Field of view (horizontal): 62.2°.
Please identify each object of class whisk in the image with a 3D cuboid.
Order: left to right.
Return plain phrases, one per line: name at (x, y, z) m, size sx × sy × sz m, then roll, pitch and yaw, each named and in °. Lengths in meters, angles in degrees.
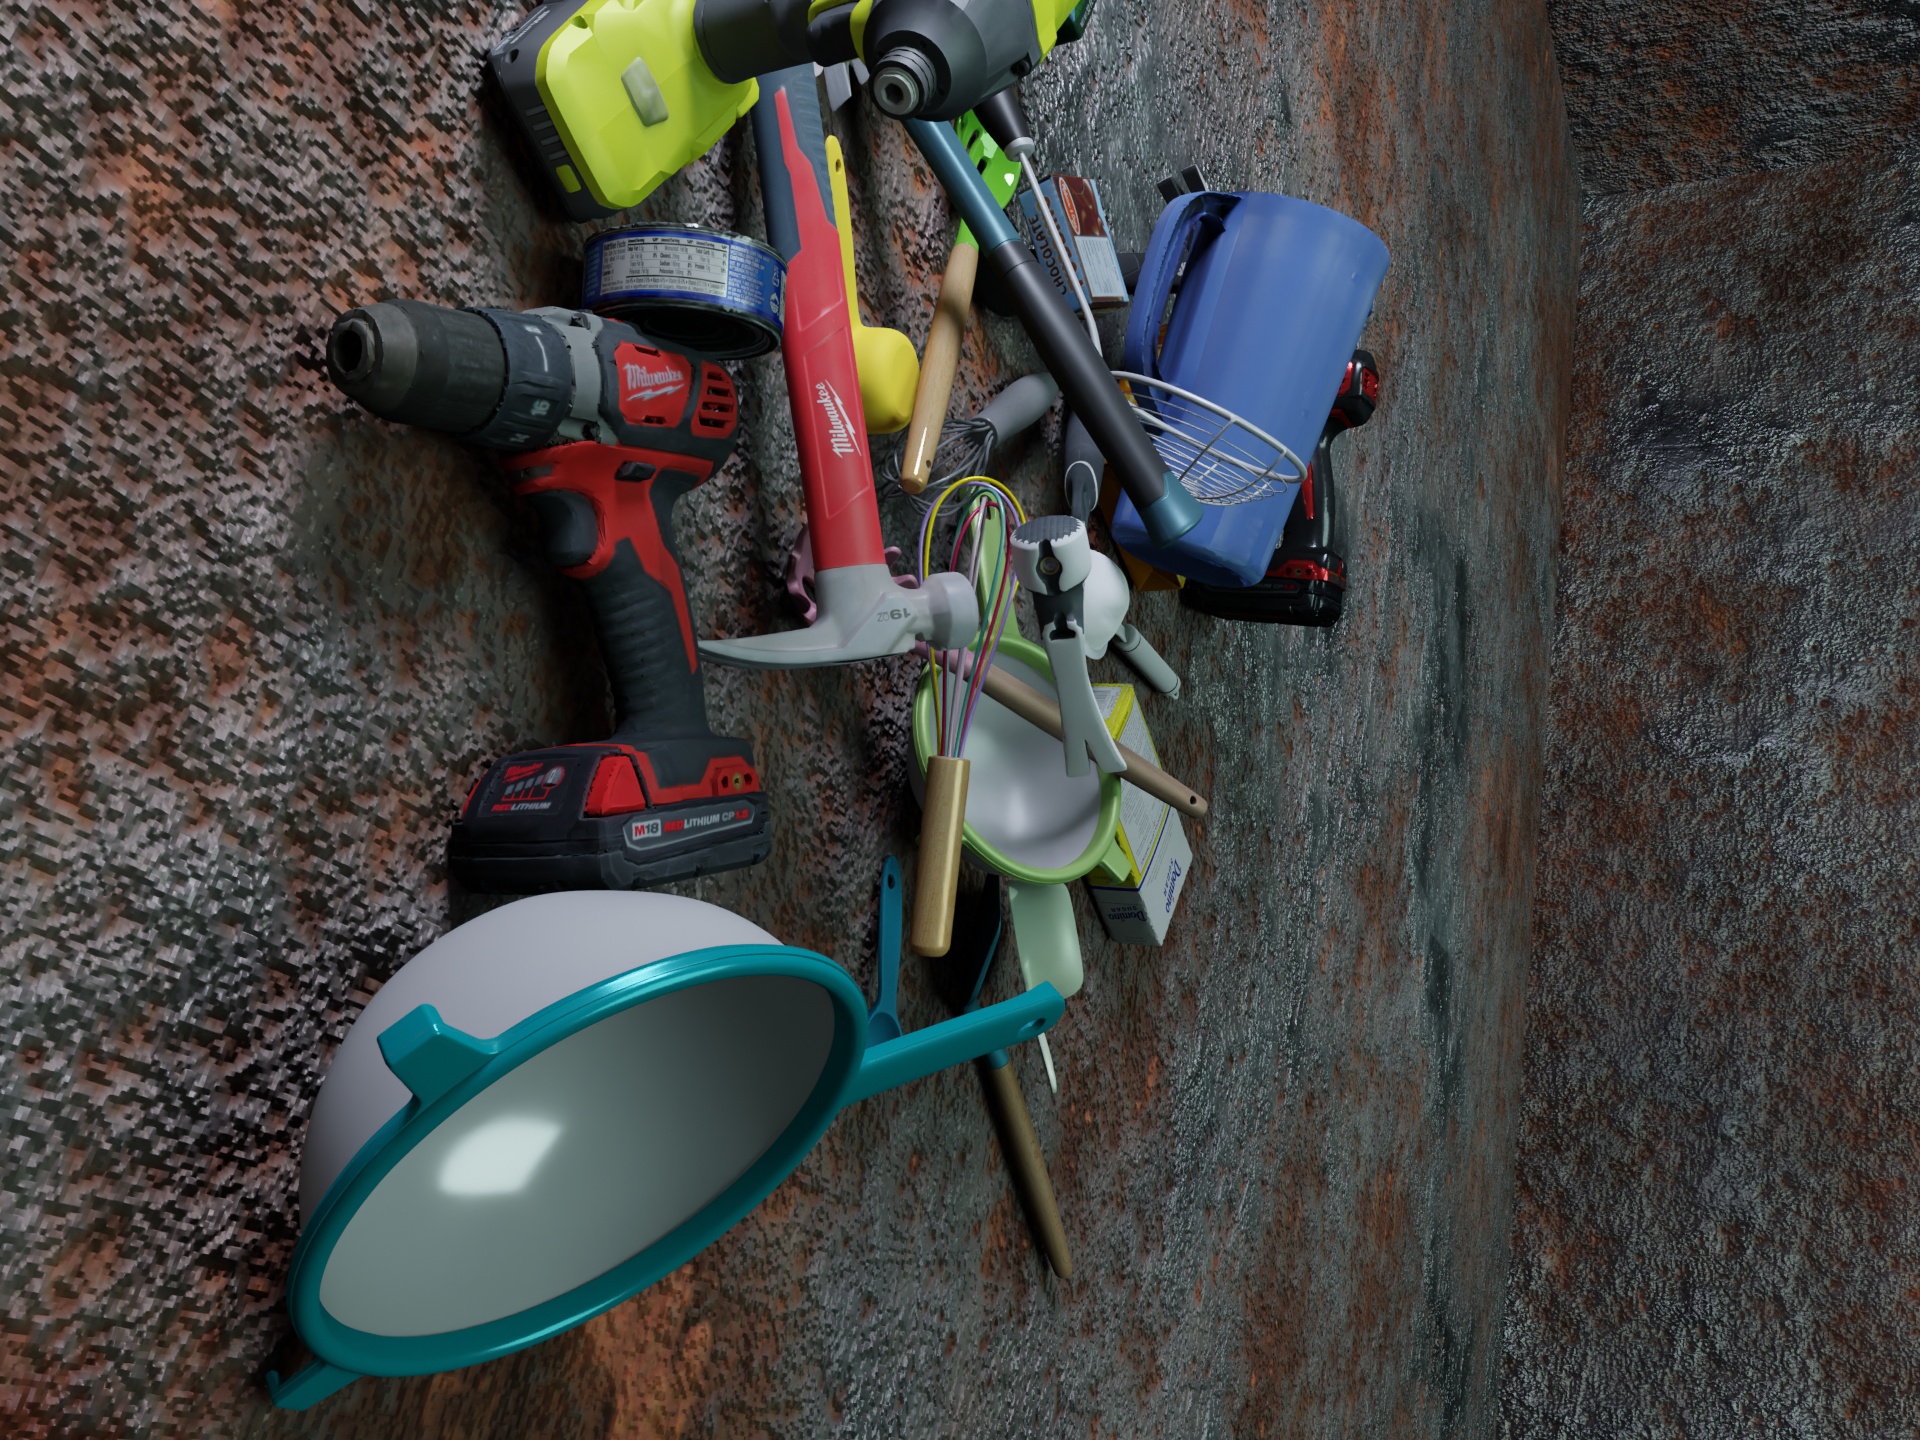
whisk at (0.001, -0.002, 0.807) m, size 0.047 × 0.051 × 0.245 m, roll 7°, pitch 89°, yaw -43°
whisk at (0.014, -0.173, 0.944) m, size 0.239 × 0.055 × 0.055 m, roll -49°, pitch 131°, yaw -56°

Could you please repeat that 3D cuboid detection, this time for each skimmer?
skimmer at (0.084, -0.284, 0.910) m, size 0.127 × 0.090 × 0.363 m, roll 5°, pitch 62°, yaw -82°

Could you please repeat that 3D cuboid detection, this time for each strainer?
strainer at (-0.099, 0.121, 0.609) m, size 0.340 × 0.095 × 0.211 m, roll -8°, pitch 136°, yaw -44°
strainer at (0.010, -0.019, 0.930) m, size 0.151 × 0.069 × 0.257 m, roll 12°, pitch 60°, yaw -38°
strainer at (0.117, -0.064, 1.135) m, size 0.258 × 0.050 × 0.087 m, roll 37°, pitch 43°, yaw -59°

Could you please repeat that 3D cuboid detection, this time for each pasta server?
pasta server at (0.029, -0.017, 0.868) m, size 0.316 × 0.040 × 0.060 m, roll 31°, pitch 72°, yaw -29°

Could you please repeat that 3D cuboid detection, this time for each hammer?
hammer at (-0.087, -0.217, 0.745) m, size 0.143 × 0.038 × 0.386 m, roll -8°, pitch 89°, yaw -24°
hammer at (0.032, -0.237, 0.840) m, size 0.331 × 0.033 × 0.128 m, roll 59°, pitch 30°, yaw 3°
hammer at (0.072, -0.123, 0.929) m, size 0.409 × 0.036 × 0.149 m, roll -79°, pitch 159°, yaw -58°
hammer at (0.108, -0.312, 1.092) m, size 0.334 × 0.035 × 0.146 m, roll -21°, pitch 94°, yaw -52°

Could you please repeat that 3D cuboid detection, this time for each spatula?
spatula at (0.040, 0.229, 0.981) m, size 0.082 × 0.044 × 0.317 m, roll -92°, pitch 168°, yaw -62°

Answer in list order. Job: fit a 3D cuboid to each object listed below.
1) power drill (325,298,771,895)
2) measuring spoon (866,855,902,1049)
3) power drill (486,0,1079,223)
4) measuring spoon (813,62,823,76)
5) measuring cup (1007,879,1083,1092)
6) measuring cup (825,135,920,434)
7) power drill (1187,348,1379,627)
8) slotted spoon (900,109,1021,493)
power drill at (-0.154, -0.048, 0.615) m, size 0.188 × 0.080 × 0.227 m, roll -5°, pitch 91°, yaw -61°
measuring spoon at (-0.047, 0.136, 0.866) m, size 0.042 × 0.021 × 0.129 m, roll 39°, pitch 48°, yaw -53°
power drill at (-0.065, -0.266, 0.621) m, size 0.171 × 0.223 × 0.080 m, roll -63°, pitch 140°, yaw -39°
measuring spoon at (-0.082, -0.381, 0.813) m, size 0.034 × 0.018 × 0.124 m, roll 35°, pitch 53°, yaw -55°
measuring cup at (0.056, 0.153, 0.919) m, size 0.168 × 0.038 × 0.083 m, roll -101°, pitch -179°, yaw -60°
measuring cup at (-0.047, -0.223, 0.826) m, size 0.062 × 0.029 × 0.156 m, roll -58°, pitch 148°, yaw -50°
power drill at (0.252, -0.191, 1.285) m, size 0.078 × 0.143 × 0.220 m, roll 10°, pitch 87°, yaw -62°
slotted spoon at (-0.003, -0.247, 0.894) m, size 0.070 × 0.031 × 0.314 m, roll 53°, pitch 37°, yaw -46°
